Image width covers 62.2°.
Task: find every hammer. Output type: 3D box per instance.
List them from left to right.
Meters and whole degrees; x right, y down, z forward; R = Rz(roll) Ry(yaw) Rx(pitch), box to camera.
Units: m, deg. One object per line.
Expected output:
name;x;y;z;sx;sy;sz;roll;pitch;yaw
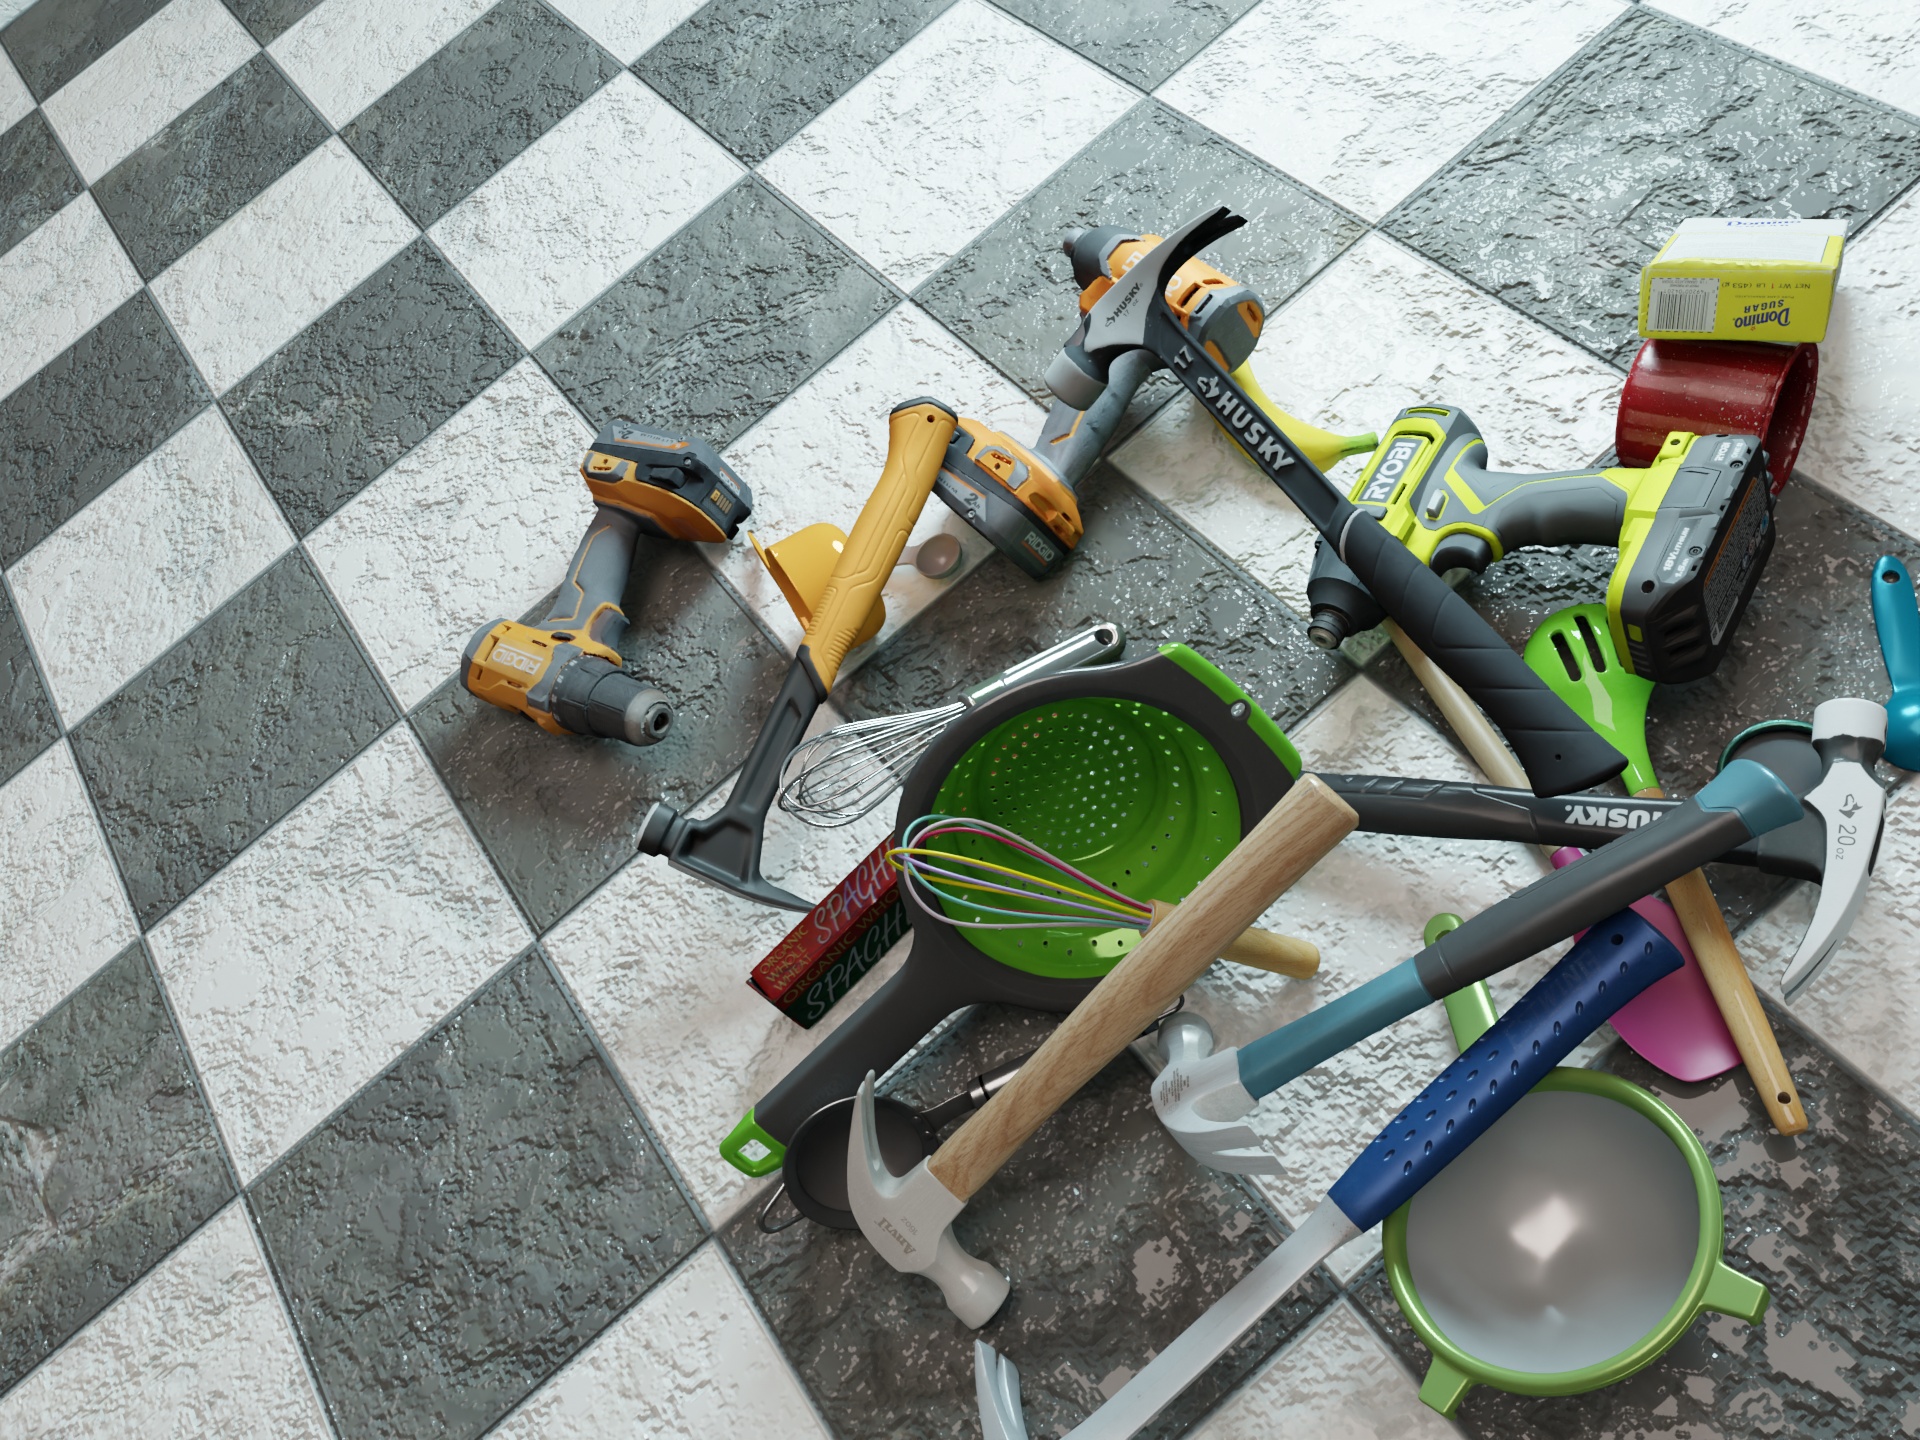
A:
hammer;-0.075;-0.047;0.992;0.127;0.034;0.337;25;80;-5
hammer;0.068;0.152;0.797;0.130;0.031;0.331;43;100;0
hammer;0.168;0.233;0.744;0.405;0.035;0.144;-43;34;2
hammer;0.206;-0.117;0.865;0.149;0.036;0.409;-50;61;25
hammer;0.231;0.114;0.752;0.331;0.033;0.128;-34;16;20
hammer;0.284;0.054;0.824;0.335;0.035;0.146;3;67;34

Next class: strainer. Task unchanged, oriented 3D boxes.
strainer;0.005;0.205;0.860;0.258;0.086;0.050;-27;25;6
strainer;0.273;0.204;0.761;0.151;0.069;0.257;-29;36;21

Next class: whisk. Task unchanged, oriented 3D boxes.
whisk;-0.002;-0.003;0.961;0.246;0.059;0.058;-27;69;-19
whisk;0.077;0.098;0.832;0.245;0.047;0.051;16;41;-15

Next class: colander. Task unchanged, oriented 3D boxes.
colander;0.007;0.108;0.900;0.397;0.204;0.095;-44;18;13

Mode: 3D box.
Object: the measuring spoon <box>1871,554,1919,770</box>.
measuring spoon;0.491;-0.035;0.824;0.042;0.021;0.129;-4;61;20

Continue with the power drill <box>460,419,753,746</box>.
power drill;-0.235;-0.091;1.123;0.185;0.084;0.226;18;74;35

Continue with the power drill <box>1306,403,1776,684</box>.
power drill;0.310;-0.095;0.879;0.223;0.080;0.171;13;60;42

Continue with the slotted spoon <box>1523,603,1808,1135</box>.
slotted spoon;0.362;0.059;0.812;0.070;0.031;0.314;-16;55;12

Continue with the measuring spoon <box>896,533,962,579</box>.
measuring spoon;-0.051;-0.110;1.104;0.124;0.018;0.034;2;63;31

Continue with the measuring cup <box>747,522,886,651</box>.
measuring cup;-0.103;-0.106;1.092;0.052;0.095;0.174;-29;34;-7

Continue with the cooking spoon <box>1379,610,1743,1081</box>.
cooking spoon;0.309;0.051;0.853;0.069;0.017;0.319;-21;55;-5

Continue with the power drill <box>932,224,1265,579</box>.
power drill;0.071;-0.224;1.054;0.226;0.084;0.164;-49;54;5
